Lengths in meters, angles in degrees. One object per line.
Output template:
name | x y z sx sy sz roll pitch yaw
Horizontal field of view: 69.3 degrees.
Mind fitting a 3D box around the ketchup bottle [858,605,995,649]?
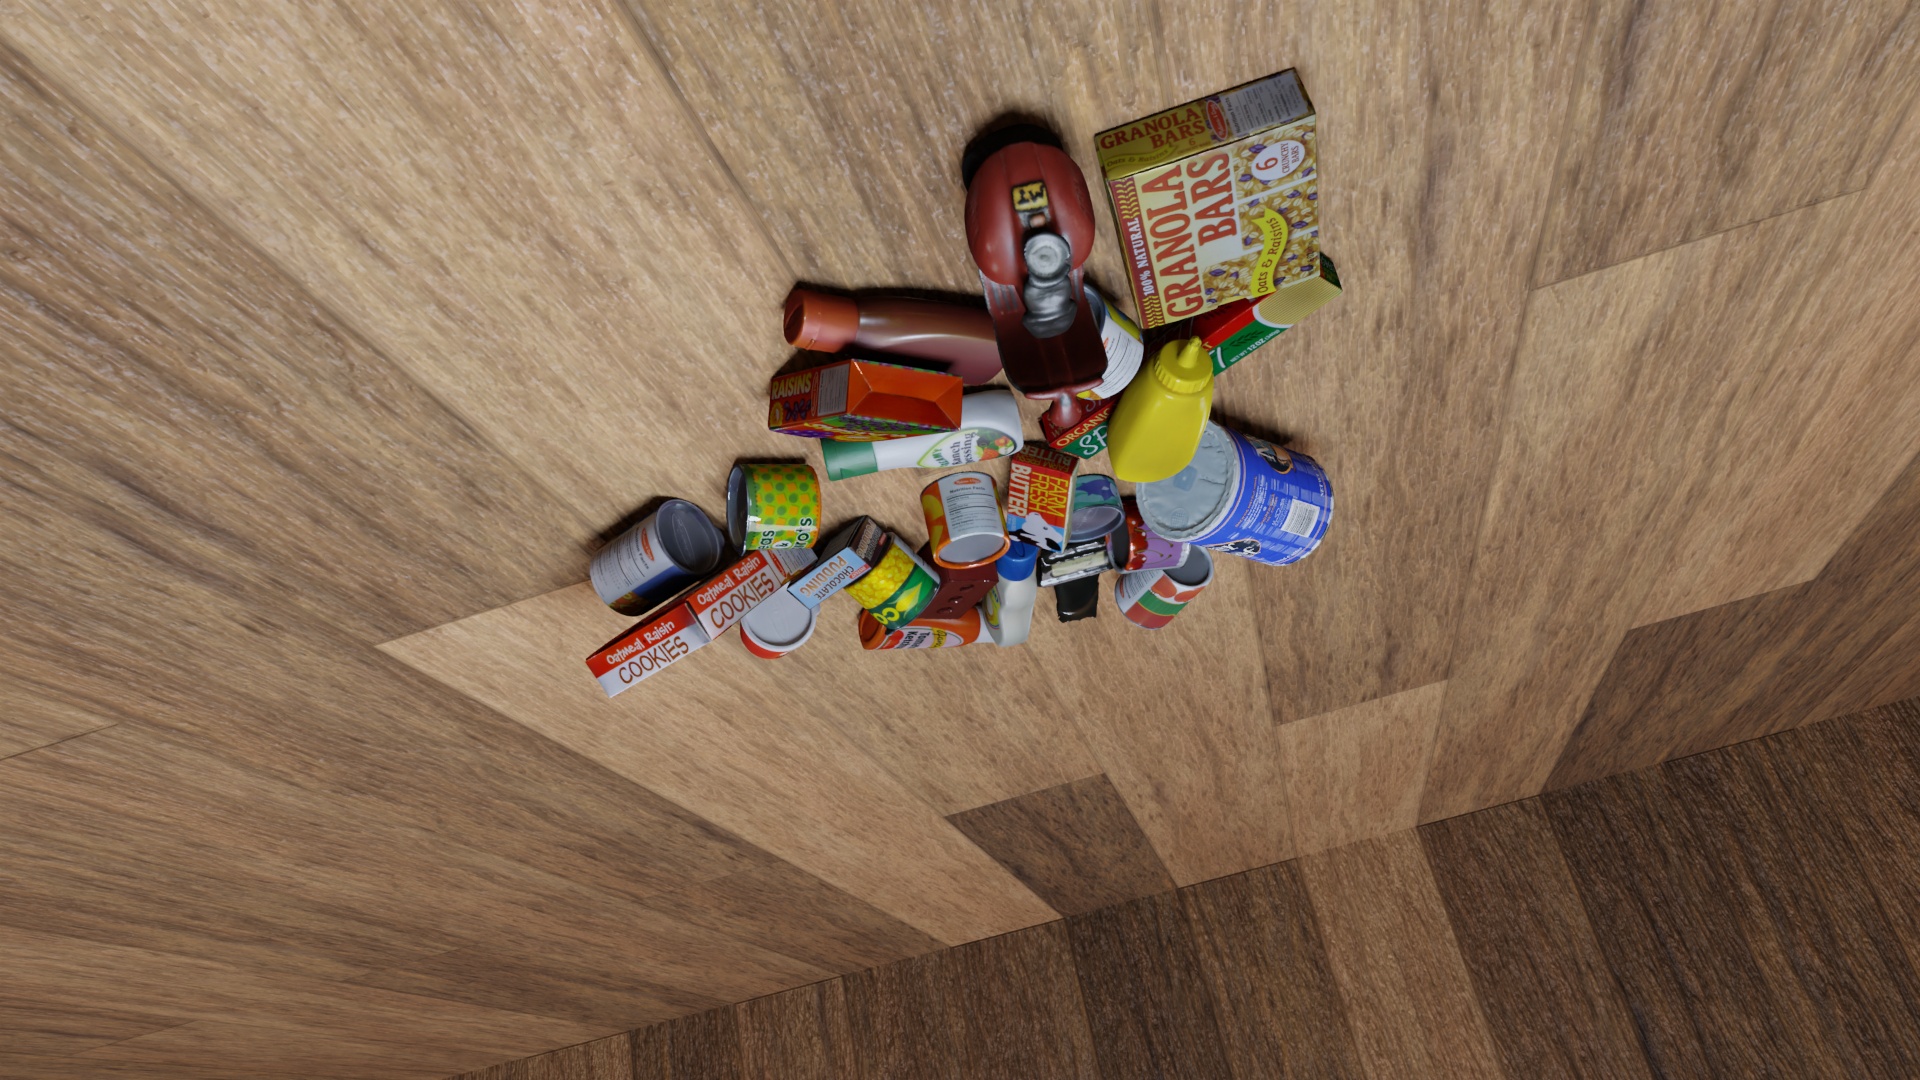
ketchup bottle | -0.021 0.081 1.353 0.149 0.044 0.064 2 150 -29

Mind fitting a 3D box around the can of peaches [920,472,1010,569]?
can of peaches | 0.004 -0.015 1.158 0.071 0.058 0.071 -11 153 -5

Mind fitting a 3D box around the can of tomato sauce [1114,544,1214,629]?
can of tomato sauce | 0.198 0.038 1.342 0.071 0.071 0.082 0 150 -24

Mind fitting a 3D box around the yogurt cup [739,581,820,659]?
yogurt cup | -0.168 0.074 1.251 0.072 0.072 0.053 -3 160 -19

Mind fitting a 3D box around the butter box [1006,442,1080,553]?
butter box | 0.067 -0.035 1.142 0.053 0.024 0.103 15 143 11

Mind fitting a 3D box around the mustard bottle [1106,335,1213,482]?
mustard bottle | 0.150 -0.100 0.998 0.065 0.049 0.159 -4 151 -12

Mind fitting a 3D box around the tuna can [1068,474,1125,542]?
tuna can | 0.105 -0.027 1.207 0.071 0.033 0.070 -10 154 -5

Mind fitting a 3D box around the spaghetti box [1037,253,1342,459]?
spaghetti box | 0.164 -0.134 1.027 0.050 0.029 0.249 16 141 -43

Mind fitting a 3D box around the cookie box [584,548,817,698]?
cookie box | -0.206 0.054 1.120 0.122 0.040 0.168 -29 -173 31

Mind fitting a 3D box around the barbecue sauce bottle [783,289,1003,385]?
barbecue sauce bottle | -0.041 -0.136 0.914 0.149 0.044 0.064 4 156 -30

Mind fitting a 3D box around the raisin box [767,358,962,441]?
raisin box | -0.066 -0.091 0.938 0.086 0.040 0.123 4 178 -32

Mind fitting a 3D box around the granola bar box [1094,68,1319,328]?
granola bar box | 0.159 -0.206 0.870 0.124 0.039 0.165 -17 153 8

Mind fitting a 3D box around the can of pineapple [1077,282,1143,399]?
can of pineapple | 0.082 -0.136 0.947 0.071 0.071 0.058 -27 151 26

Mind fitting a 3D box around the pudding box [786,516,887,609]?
pudding box | -0.105 0.019 1.180 0.083 0.050 0.030 -33 111 33

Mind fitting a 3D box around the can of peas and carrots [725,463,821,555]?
can of peas and carrots | -0.142 -0.023 1.059 0.059 0.071 0.070 -1 151 -23

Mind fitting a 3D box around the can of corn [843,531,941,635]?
can of corn | -0.062 0.037 1.196 0.071 0.071 0.058 -32 114 34

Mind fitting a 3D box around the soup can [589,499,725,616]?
soup can | -0.239 0.015 1.097 0.083 0.071 0.071 -29 149 31

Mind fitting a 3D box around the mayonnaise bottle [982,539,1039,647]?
mayonnaise bottle | 0.047 0.040 1.286 0.041 0.065 0.147 -13 150 -11

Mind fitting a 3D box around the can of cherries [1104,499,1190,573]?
can of cherries | 0.167 -0.008 1.242 0.058 0.072 0.071 -5 153 -13

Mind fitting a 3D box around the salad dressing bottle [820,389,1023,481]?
salad dressing bottle | -0.029 -0.076 1.037 0.148 0.044 0.064 -12 155 -2
